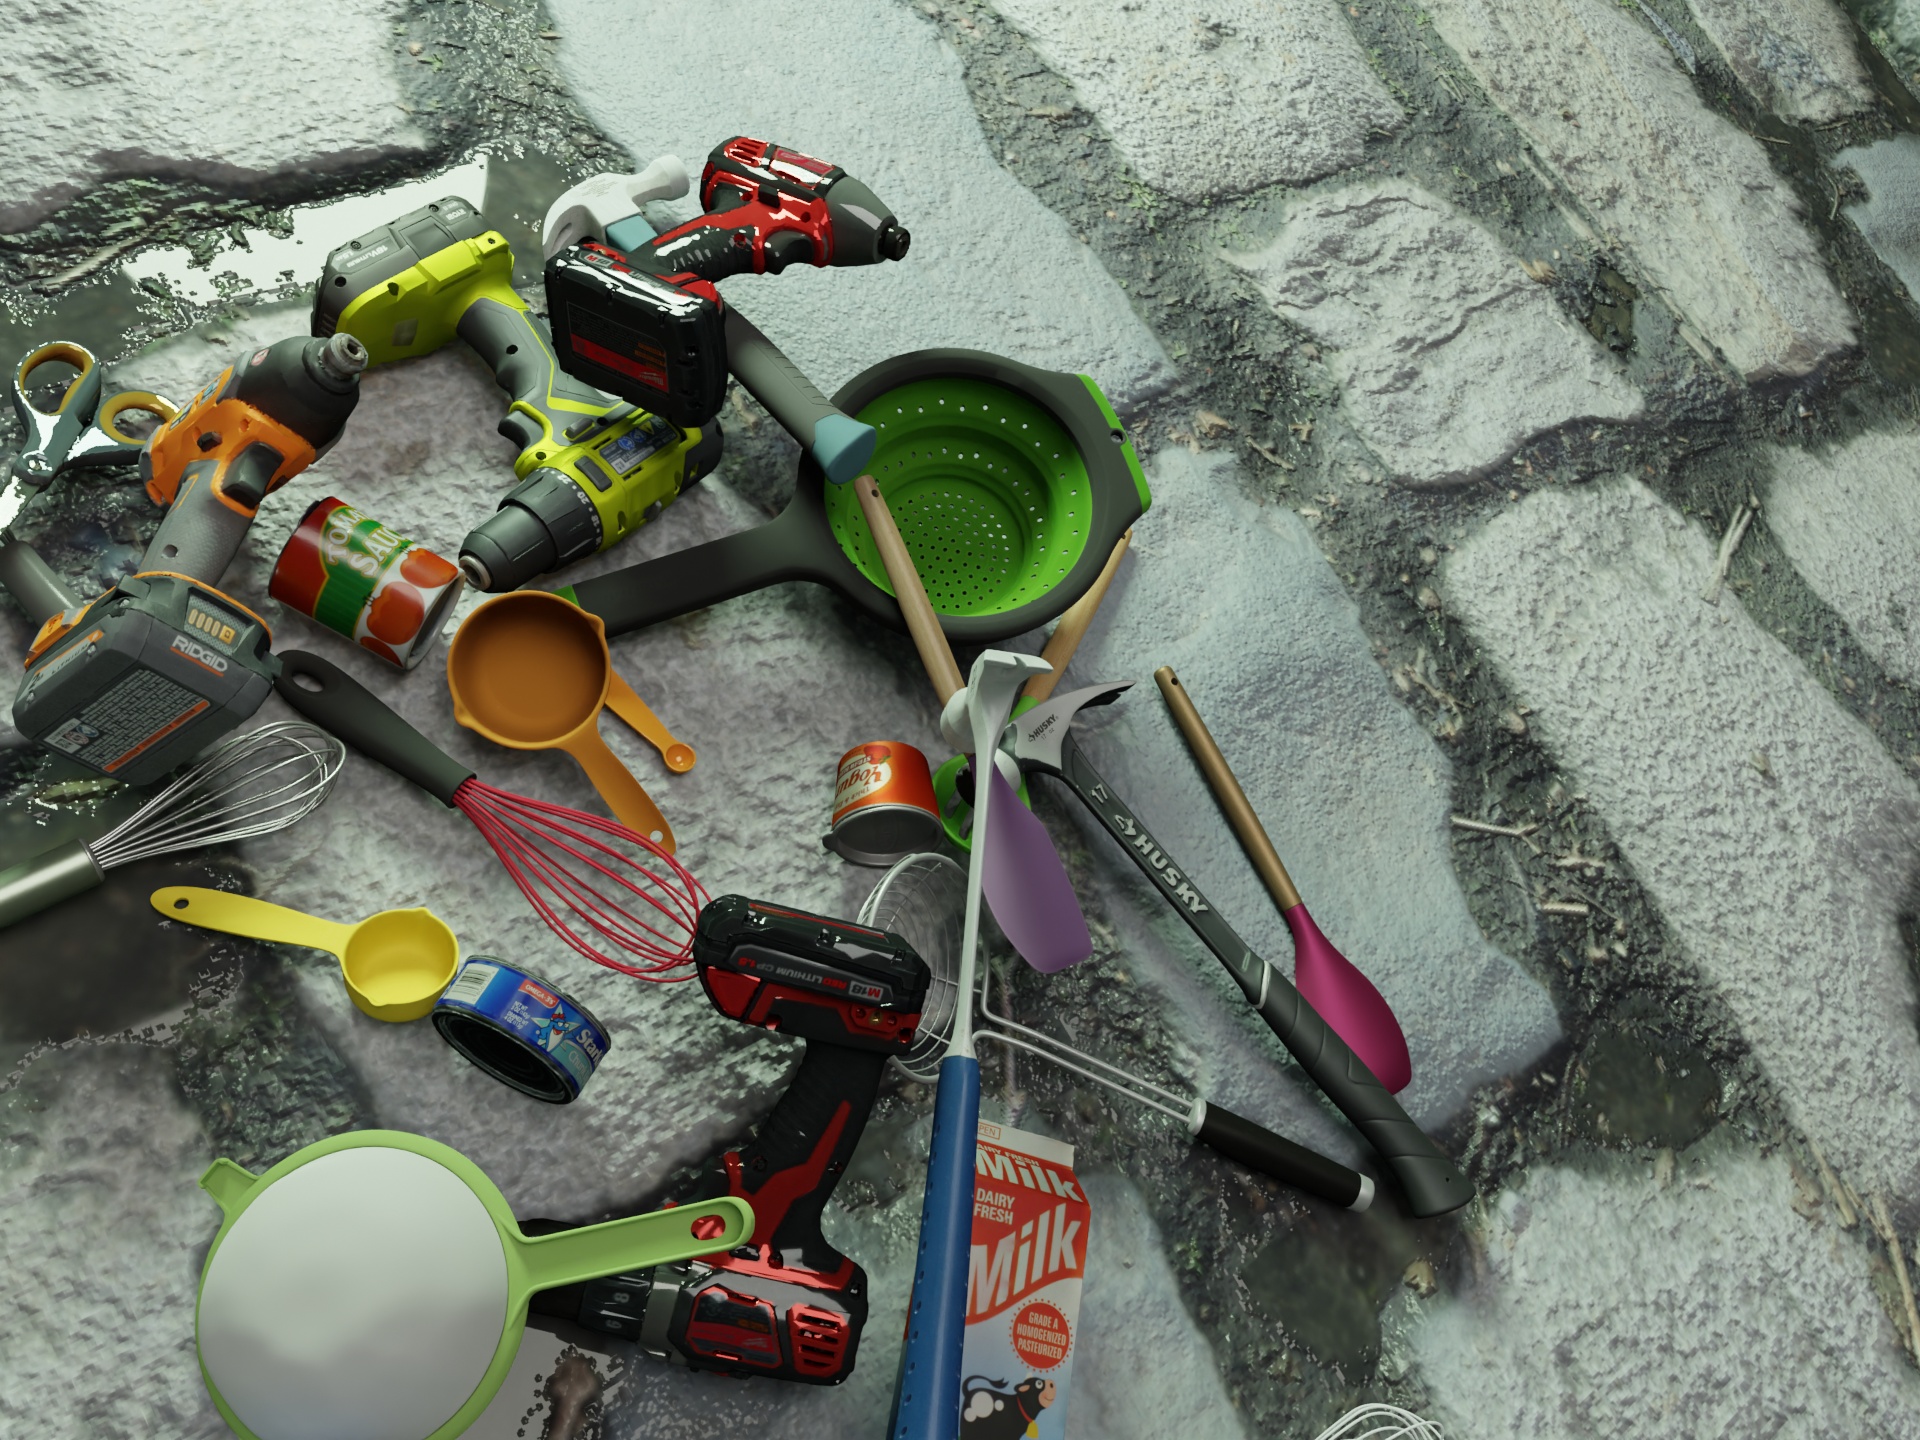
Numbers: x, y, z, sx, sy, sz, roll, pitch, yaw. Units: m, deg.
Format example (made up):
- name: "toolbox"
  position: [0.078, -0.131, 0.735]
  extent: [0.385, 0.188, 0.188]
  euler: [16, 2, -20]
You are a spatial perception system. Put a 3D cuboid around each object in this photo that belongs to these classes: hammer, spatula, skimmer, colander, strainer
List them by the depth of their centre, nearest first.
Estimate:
- name: "strainer"
  position: [-0.221, 0.247, 0.704]
  extent: [0.256, 0.069, 0.152]
  euler: [-11, 74, -3]
- name: "hammer"
  position: [0.001, 0.156, 0.785]
  extent: [0.035, 0.144, 0.406]
  euler: [8, 70, -8]
- name: "skimmer"
  position: [0.097, 0.197, 0.914]
  extent: [0.363, 0.090, 0.127]
  euler: [27, 55, -9]
- name: "spatula"
  position: [-0.001, -0.003, 0.927]
  extent: [0.059, 0.018, 0.316]
  euler: [-13, 75, -36]
- name: "hammer"
  position: [0.175, 0.146, 0.990]
  extent: [0.409, 0.036, 0.149]
  euler: [49, 51, 2]
- name: "colander"
  position: [-0.079, -0.104, 1.011]
  extent: [0.397, 0.094, 0.205]
  euler: [-20, 74, -14]
- name: "hammer"
  position: [-0.158, -0.259, 1.021]
  extent: [0.128, 0.033, 0.331]
  euler: [-29, 58, -23]

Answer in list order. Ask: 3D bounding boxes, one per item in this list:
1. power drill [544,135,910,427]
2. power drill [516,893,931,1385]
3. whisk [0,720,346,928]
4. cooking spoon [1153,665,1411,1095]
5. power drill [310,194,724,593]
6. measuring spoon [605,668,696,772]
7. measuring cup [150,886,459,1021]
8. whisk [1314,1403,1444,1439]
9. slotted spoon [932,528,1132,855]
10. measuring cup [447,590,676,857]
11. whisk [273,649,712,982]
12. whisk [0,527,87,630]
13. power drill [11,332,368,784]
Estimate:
- name: "power drill"
  position: [-0.136, -0.277, 0.971]
  extent: [0.143, 0.078, 0.220]
  euler: [26, 51, 17]
- name: "power drill"
  position: [-0.120, 0.204, 0.785]
  extent: [0.188, 0.080, 0.227]
  euler: [15, 87, -8]
- name: "whisk"
  position: [-0.423, 0.065, 0.788]
  extent: [0.246, 0.057, 0.059]
  euler: [-29, 43, -30]
- name: "cooking spoon"
  position: [0.209, 0.102, 1.059]
  extent: [0.068, 0.017, 0.319]
  euler: [-19, 73, -31]
- name: "power drill"
  position: [-0.282, -0.193, 0.966]
  extent: [0.228, 0.080, 0.190]
  euler: [45, 52, 1]
- name: "measuring spoon"
  position: [-0.202, -0.009, 0.945]
  extent: [0.117, 0.011, 0.021]
  euler: [43, 51, 7]
- name: "measuring cup"
  position: [-0.334, 0.115, 0.812]
  extent: [0.156, 0.029, 0.062]
  euler: [15, 46, -2]
- name: "whisk"
  position: [0.142, 0.429, 0.834]
  extent: [0.284, 0.070, 0.070]
  euler: [-11, 69, -23]
- name: "slotted spoon"
  position: [0.058, -0.028, 1.058]
  extent: [0.070, 0.031, 0.314]
  euler: [33, 53, -5]
- name: "measuring cup"
  position: [-0.216, 0.006, 0.902]
  extent: [0.095, 0.052, 0.173]
  euler: [-37, 99, -8]
- name: "whisk"
  position: [-0.254, 0.049, 0.863]
  extent: [0.296, 0.073, 0.073]
  euler: [34, 55, 4]
- name: "whisk"
  position: [-0.500, -0.083, 0.831]
  extent: [0.239, 0.055, 0.055]
  euler: [47, 55, 0]
- name: "power drill"
  position: [-0.374, -0.096, 0.802]
  extent: [0.084, 0.164, 0.227]
  euler: [37, 41, -38]
